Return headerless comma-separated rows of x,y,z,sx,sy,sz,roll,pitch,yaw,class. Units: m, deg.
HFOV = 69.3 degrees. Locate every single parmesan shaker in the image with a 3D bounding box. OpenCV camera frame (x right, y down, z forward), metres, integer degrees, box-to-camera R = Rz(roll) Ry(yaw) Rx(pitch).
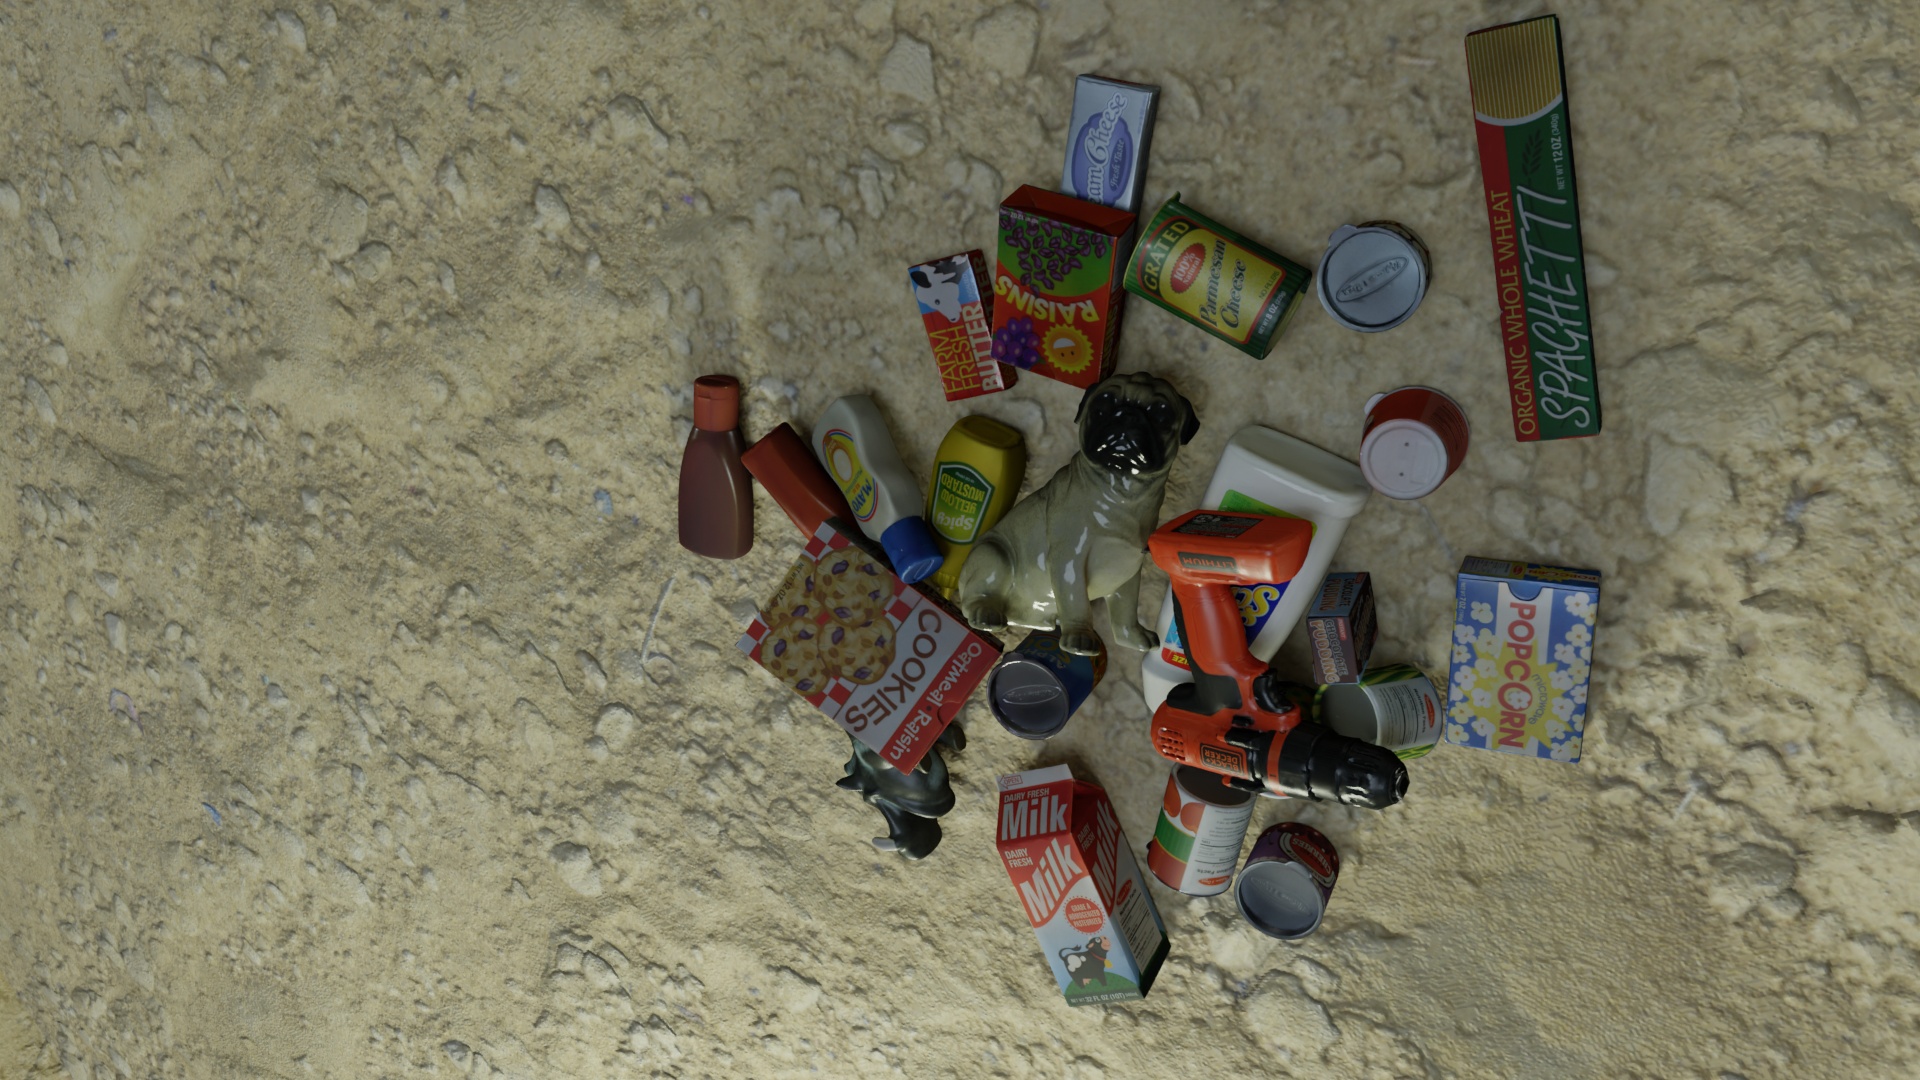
0.167,-0.171,0.898,0.103,0.071,0.071,31,121,13,parmesan shaker

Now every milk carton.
0.092,0.267,1.106,0.072,0.074,0.190,-18,101,32,milk carton

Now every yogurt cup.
0.287,-0.059,0.888,0.072,0.054,0.072,10,114,23,yogurt cup

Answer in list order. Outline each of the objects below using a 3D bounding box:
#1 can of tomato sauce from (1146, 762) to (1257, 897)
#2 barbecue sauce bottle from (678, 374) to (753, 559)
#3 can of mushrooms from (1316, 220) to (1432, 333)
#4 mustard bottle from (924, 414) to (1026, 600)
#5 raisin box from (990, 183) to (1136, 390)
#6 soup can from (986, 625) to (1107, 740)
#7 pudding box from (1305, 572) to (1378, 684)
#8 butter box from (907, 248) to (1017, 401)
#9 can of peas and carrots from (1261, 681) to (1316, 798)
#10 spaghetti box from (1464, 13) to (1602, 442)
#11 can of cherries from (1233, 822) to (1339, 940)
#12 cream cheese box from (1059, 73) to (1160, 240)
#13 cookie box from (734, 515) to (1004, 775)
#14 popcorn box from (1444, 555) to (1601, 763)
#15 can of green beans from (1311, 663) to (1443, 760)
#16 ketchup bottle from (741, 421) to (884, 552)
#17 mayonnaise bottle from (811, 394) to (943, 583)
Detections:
0.180,0.213,1.045,0.071,0.071,0.082,19,117,19,can of tomato sauce
-0.201,-0.061,1.143,0.065,0.044,0.147,14,115,22,barbecue sauce bottle
0.259,-0.168,0.871,0.071,0.033,0.070,10,115,24,can of mushrooms
0.004,-0.013,1.053,0.065,0.049,0.159,25,119,20,mustard bottle
0.068,-0.170,0.946,0.086,0.040,0.122,20,134,18,raisin box
0.066,0.100,1.046,0.071,0.084,0.071,10,114,23,soup can
0.257,0.058,0.932,0.030,0.084,0.049,-5,107,27,pudding box
0.002,-0.156,1.013,0.053,0.024,0.103,-9,105,30,butter box
0.229,0.140,0.994,0.071,0.059,0.070,10,114,23,can of peas and carrots
0.343,-0.179,0.826,0.050,0.029,0.249,-5,107,29,spaghetti box
0.245,0.250,1.030,0.071,0.058,0.071,10,114,24,can of cherries
0.097,-0.253,0.925,0.053,0.024,0.103,18,117,21,cream cheese box
-0.069,0.080,1.061,0.167,0.040,0.122,37,101,4,cookie box
0.368,0.078,0.911,0.085,0.038,0.126,7,113,26,popcorn box
0.282,0.120,0.943,0.071,0.058,0.071,13,105,59,can of green beans
-0.110,-0.024,1.103,0.043,0.065,0.148,-36,100,16,ketchup bottle
-0.061,-0.037,1.050,0.148,0.041,0.064,60,137,23,mayonnaise bottle
